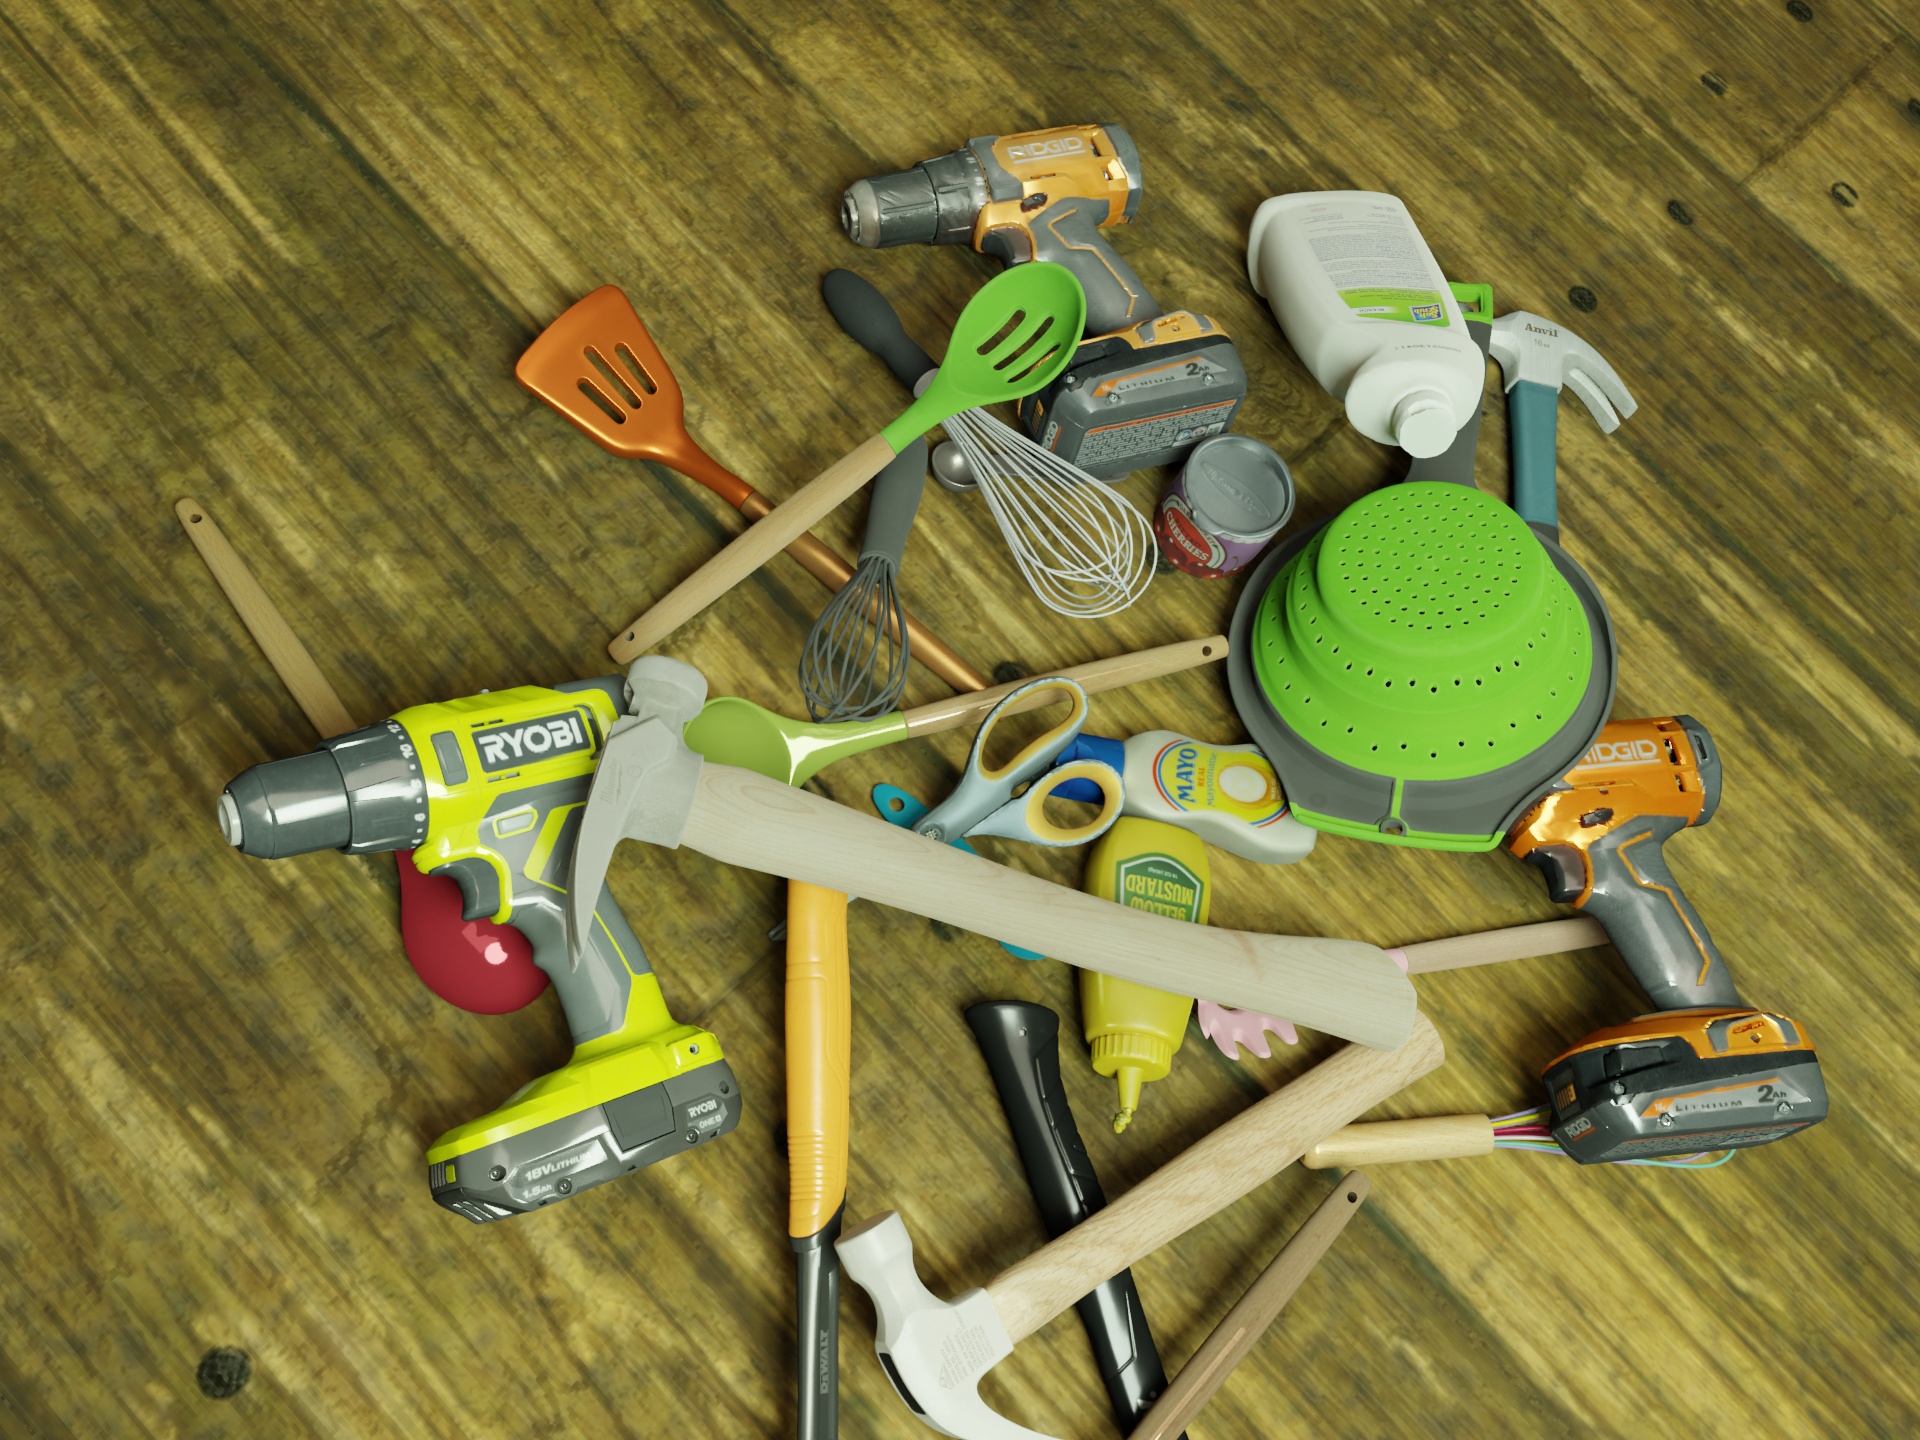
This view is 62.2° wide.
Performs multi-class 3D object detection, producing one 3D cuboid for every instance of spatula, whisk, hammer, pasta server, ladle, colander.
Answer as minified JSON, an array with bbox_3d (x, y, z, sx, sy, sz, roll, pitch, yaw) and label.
[{"bbox_3d":[-0.097,-0.108,0.866,0.322,0.041,0.081,39,68,3],"label":"spatula"},{"bbox_3d":[0.005,-0.161,0.884,0.070,0.070,0.285,-31,65,-21],"label":"whisk"},{"bbox_3d":[-0.069,0.198,0.717,0.034,0.127,0.337,-13,67,27],"label":"hammer"},{"bbox_3d":[0.266,0.129,0.859,0.316,0.040,0.060,-6,99,-16],"label":"pasta server"},{"bbox_3d":[0.349,-0.104,0.968,0.128,0.033,0.331,10,68,-7],"label":"hammer"},{"bbox_3d":[0.108,0.224,0.751,0.331,0.031,0.130,-23,83,-27],"label":"hammer"},{"bbox_3d":[0.026,0.096,0.743,0.410,0.038,0.146,18,60,-12],"label":"hammer"},{"bbox_3d":[0.295,0.218,0.832,0.245,0.047,0.051,-2,58,-9],"label":"whisk"},{"bbox_3d":[-0.301,0.010,0.785,0.069,0.031,0.315,-34,78,-23],"label":"ladle"},{"bbox_3d":[0.070,0.292,0.755,0.146,0.035,0.335,-15,74,-18],"label":"hammer"},{"bbox_3d":[0.088,0.319,0.719,0.316,0.018,0.060,-41,83,-23],"label":"spatula"},{"bbox_3d":[0.262,-0.125,0.873,0.204,0.094,0.397,8,59,16],"label":"colander"},{"bbox_3d":[-0.001,-0.003,0.827,0.320,0.062,0.078,-14,99,-14],"label":"ladle"},{"bbox_3d":[-0.042,-0.083,0.831,0.055,0.055,0.239,16,44,-6],"label":"whisk"}]

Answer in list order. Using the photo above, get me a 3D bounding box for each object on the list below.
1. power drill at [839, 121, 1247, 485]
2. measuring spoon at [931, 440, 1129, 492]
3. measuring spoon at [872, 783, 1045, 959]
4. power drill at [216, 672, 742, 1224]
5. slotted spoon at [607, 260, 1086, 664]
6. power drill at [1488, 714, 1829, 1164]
[{"bbox_3d":[0.045,-0.250,0.928,0.185,0.084,0.226,-15,66,-17],"label":"power drill"},{"bbox_3d":[0.040,-0.143,0.927,0.124,0.018,0.034,-1,58,-20],"label":"measuring spoon"},{"bbox_3d":[0.005,0.074,0.829,0.128,0.021,0.042,40,66,3],"label":"measuring spoon"},{"bbox_3d":[-0.206,0.099,0.710,0.190,0.080,0.228,-14,80,-36],"label":"power drill"},{"bbox_3d":[-0.060,-0.132,0.841,0.314,0.031,0.070,-39,68,-2],"label":"slotted spoon"},{"bbox_3d":[0.331,0.106,0.823,0.164,0.084,0.227,-4,63,-6],"label":"power drill"}]
